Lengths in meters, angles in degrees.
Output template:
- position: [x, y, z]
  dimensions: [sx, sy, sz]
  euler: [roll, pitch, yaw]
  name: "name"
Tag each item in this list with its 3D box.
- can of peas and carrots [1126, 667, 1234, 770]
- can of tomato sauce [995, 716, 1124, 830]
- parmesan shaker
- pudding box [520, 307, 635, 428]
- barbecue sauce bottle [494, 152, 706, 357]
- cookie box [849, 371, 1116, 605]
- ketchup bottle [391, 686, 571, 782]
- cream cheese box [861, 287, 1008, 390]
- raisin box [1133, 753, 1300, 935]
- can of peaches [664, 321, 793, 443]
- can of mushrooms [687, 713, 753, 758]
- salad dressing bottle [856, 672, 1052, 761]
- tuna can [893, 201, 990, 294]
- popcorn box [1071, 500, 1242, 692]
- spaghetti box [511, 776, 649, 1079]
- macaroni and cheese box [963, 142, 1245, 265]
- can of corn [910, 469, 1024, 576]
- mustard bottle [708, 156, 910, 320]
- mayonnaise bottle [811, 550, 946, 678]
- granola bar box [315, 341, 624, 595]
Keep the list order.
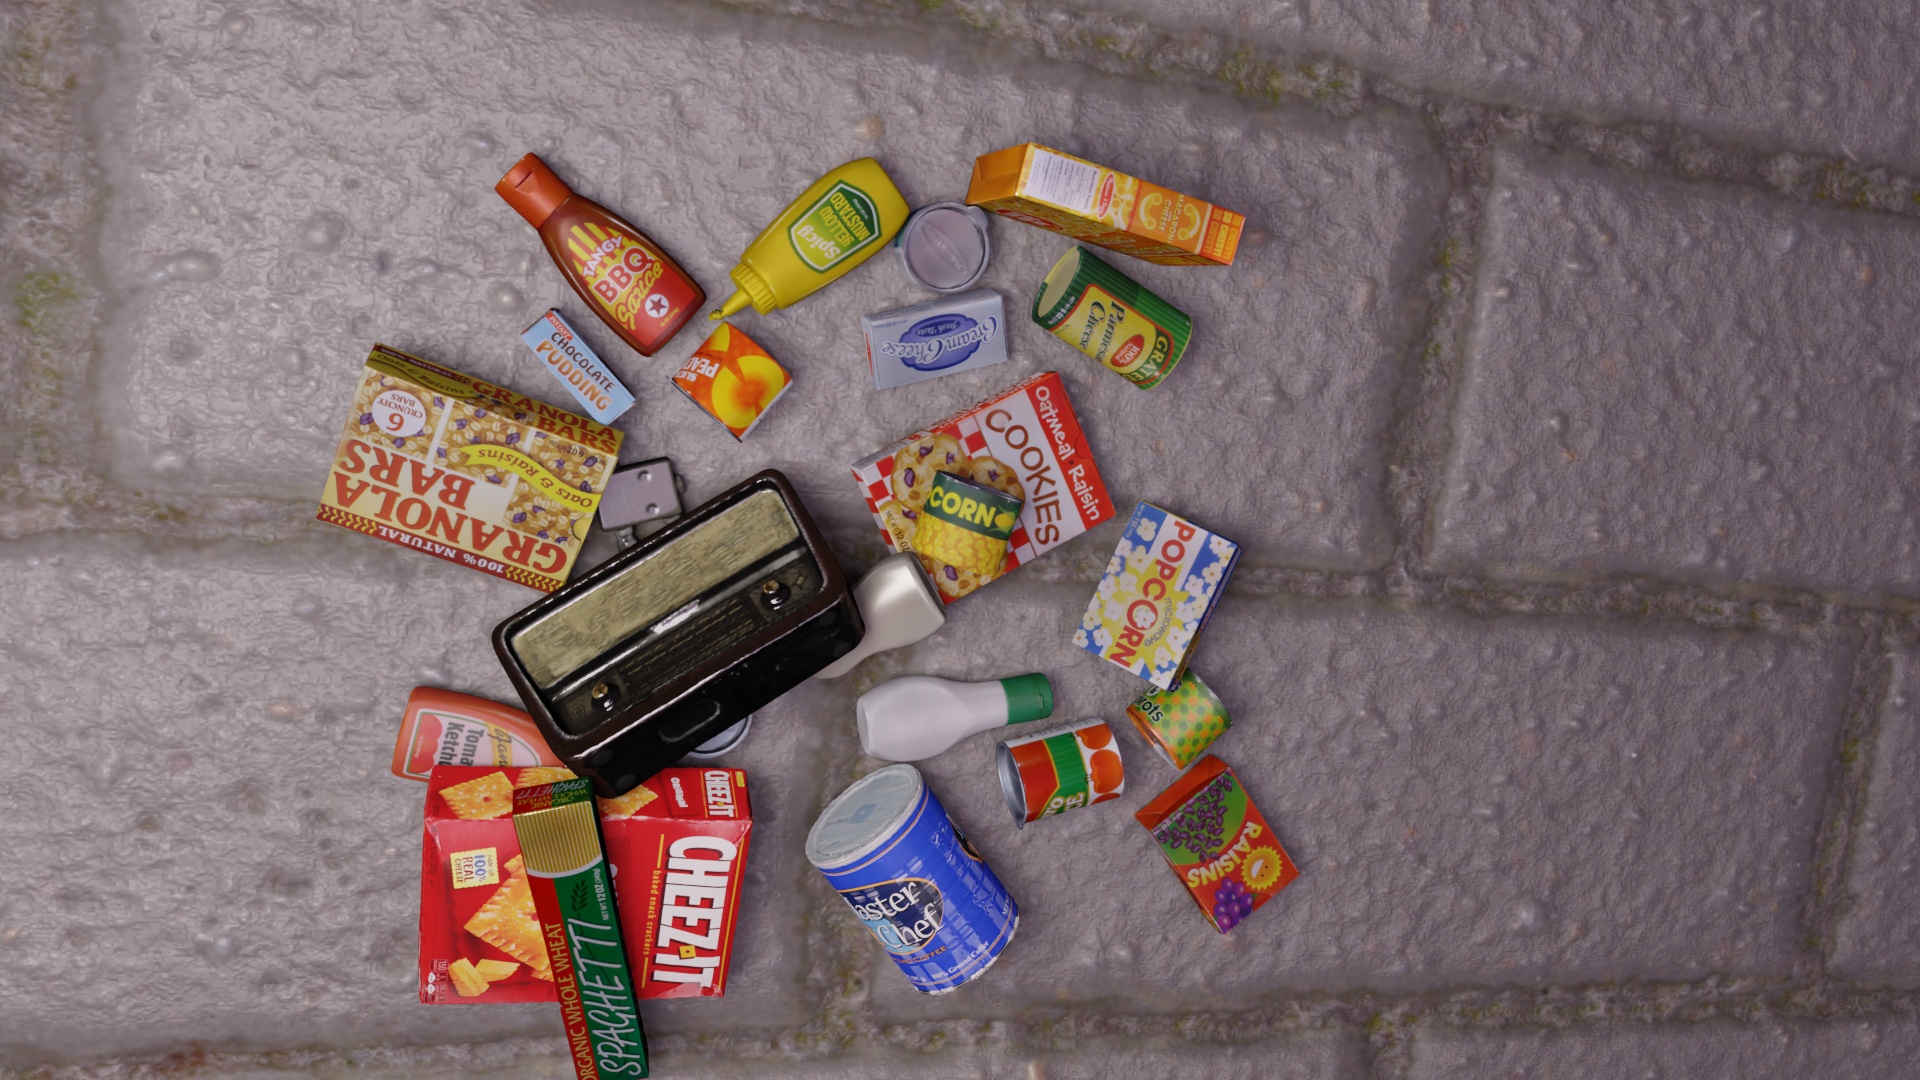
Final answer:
- position: [0.173, 0.139, 1.108]
  dimensions: [0.059, 0.071, 0.071]
  euler: [-40, 108, -6]
  name: "can of peas and carrots"
- position: [0.078, 0.181, 1.086]
  dimensions: [0.083, 0.071, 0.071]
  euler: [-13, 103, -15]
  name: "can of tomato sauce"
- position: [0.111, -0.164, 1.042]
  dimensions: [0.103, 0.071, 0.071]
  euler: [28, 91, -18]
  name: "parmesan shaker"
- position: [-0.259, -0.118, 0.946]
  dimensions: [0.030, 0.050, 0.083]
  euler: [-41, 108, -5]
  name: "pudding box"
- position: [-0.246, -0.196, 0.941]
  dimensions: [0.065, 0.044, 0.148]
  euler: [-47, 108, -3]
  name: "barbecue sauce bottle"
- position: [0.019, -0.037, 1.047]
  dimensions: [0.168, 0.040, 0.122]
  euler: [-27, 105, -11]
  name: "cookie box"
- position: [-0.316, 0.147, 0.976]
  dimensions: [0.149, 0.043, 0.064]
  euler: [15, 100, -19]
  name: "ketchup bottle"
- position: [-0.018, -0.148, 1.019]
  dimensions: [0.104, 0.024, 0.053]
  euler: [-15, 121, -14]
  name: "cream cheese box"
- position: [0.214, 0.253, 1.153]
  dimensions: [0.086, 0.040, 0.123]
  euler: [-37, 108, -9]
  name: "raisin box"
- position: [-0.160, -0.112, 0.967]
  dimensions: [0.071, 0.071, 0.058]
  euler: [43, 85, -18]
  name: "can of peaches"
- position: [-0.185, 0.121, 1.016]
  dimensions: [0.071, 0.033, 0.071]
  euler: [-3, 100, -15]
  name: "can of mushrooms"
- position: [-0.004, 0.131, 1.067]
  dimensions: [0.148, 0.044, 0.064]
  euler: [-7, 99, -16]
  name: "salad dressing bottle"
- position: [-0.012, -0.214, 1.013]
  dimensions: [0.071, 0.033, 0.071]
  euler: [-3, 100, -16]
  name: "tuna can"
- position: [0.153, 0.043, 1.079]
  dimensions: [0.085, 0.038, 0.126]
  euler: [26, 92, 19]
  name: "popcorn box"
- position: [-0.251, 0.269, 0.930]
  dimensions: [0.050, 0.029, 0.248]
  euler: [-9, 118, -11]
  name: "spaghetti box"
- position: [0.101, -0.238, 0.994]
  dimensions: [0.166, 0.124, 0.040]
  euler: [13, 97, -18]
  name: "macaroni and cheese box"
- position: [0.004, -0.012, 0.988]
  dimensions: [0.071, 0.071, 0.058]
  euler: [18, 96, -18]
  name: "can of corn"
- position: [-0.111, -0.202, 0.977]
  dimensions: [0.160, 0.049, 0.065]
  euler: [-40, 104, -7]
  name: "mustard bottle"
- position: [-0.087, 0.066, 1.012]
  dimensions: [0.148, 0.041, 0.064]
  euler: [-28, 101, 9]
  name: "mayonnaise bottle"
- position: [-0.324, -0.043, 0.921]
  dimensions: [0.165, 0.039, 0.123]
  euler: [20, 118, -18]
  name: "granola bar box"
